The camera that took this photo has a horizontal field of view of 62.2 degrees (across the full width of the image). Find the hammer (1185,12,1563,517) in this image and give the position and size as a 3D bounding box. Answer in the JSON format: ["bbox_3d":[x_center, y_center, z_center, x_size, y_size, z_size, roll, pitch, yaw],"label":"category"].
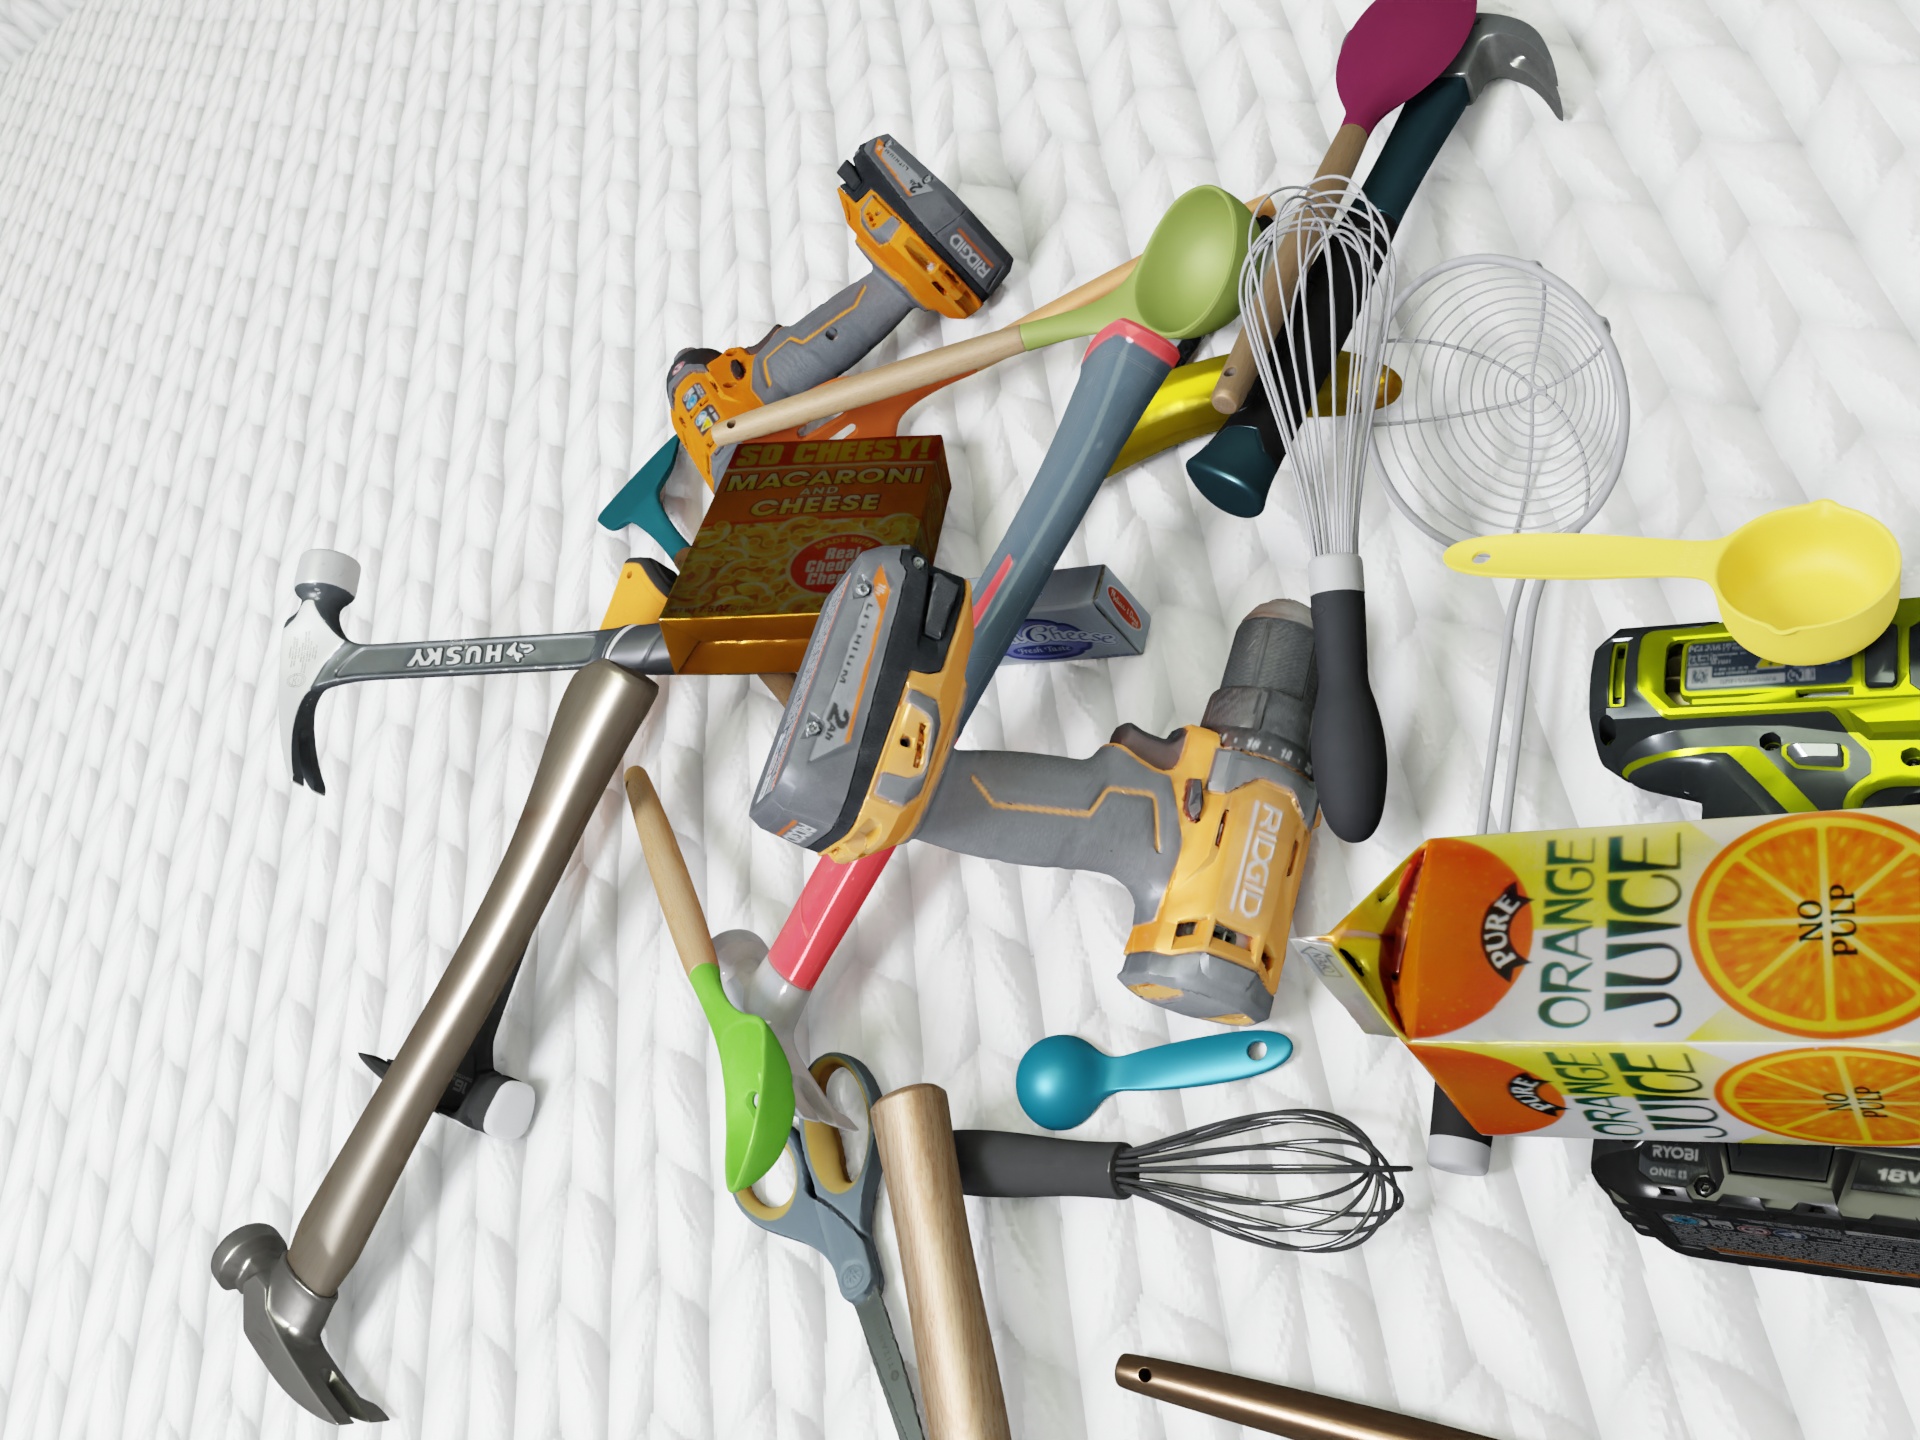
[{"bbox_3d":[0.191,-0.230,0.770,0.128,0.033,0.331,12,61,37],"label":"hammer"}]

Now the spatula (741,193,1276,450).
[{"bbox_3d":[0.029,-0.211,0.899,0.322,0.081,0.041,-25,30,16],"label":"spatula"}]

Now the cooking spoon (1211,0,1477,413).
[{"bbox_3d":[0.182,-0.266,0.768,0.069,0.017,0.319,8,58,35],"label":"cooking spoon"}]

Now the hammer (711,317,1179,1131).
[{"bbox_3d":[-0.001,-0.002,0.731,0.386,0.038,0.143,-60,35,8],"label":"hammer"}]

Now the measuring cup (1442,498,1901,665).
[{"bbox_3d":[0.253,-0.050,0.577,0.157,0.029,0.062,8,57,41],"label":"measuring cup"}]

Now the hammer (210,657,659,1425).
[{"bbox_3d":[-0.262,0.159,0.838,0.146,0.038,0.410,30,92,37],"label":"hammer"}]

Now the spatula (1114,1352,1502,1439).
[{"bbox_3d":[0.192,0.253,0.526,0.316,0.018,0.060,1,65,35],"label":"spatula"}]

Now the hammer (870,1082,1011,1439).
[{"bbox_3d":[0.007,0.301,0.599,0.130,0.031,0.332,-27,57,22],"label":"hammer"}]

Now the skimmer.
[{"bbox_3d":[0.197,-0.012,0.631,0.127,0.090,0.363,-18,53,55],"label":"skimmer"}]

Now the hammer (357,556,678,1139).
[{"bbox_3d":[-0.240,0.061,0.918,0.127,0.034,0.337,9,74,38],"label":"hammer"}]

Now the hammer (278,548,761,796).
[{"bbox_3d":[-0.209,-0.035,0.896,0.409,0.036,0.149,-2,71,16],"label":"hammer"}]

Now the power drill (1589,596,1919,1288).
[{"bbox_3d":[0.297,0.063,0.526,0.171,0.080,0.223,-4,59,35],"label":"power drill"}]

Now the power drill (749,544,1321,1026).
[{"bbox_3d":[0.048,0.005,0.657,0.084,0.226,0.185,144,147,-68],"label":"power drill"}]

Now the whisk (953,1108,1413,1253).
[{"bbox_3d":[0.067,0.181,0.643,0.239,0.055,0.055,-9,59,37],"label":"whisk"}]

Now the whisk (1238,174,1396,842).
[{"bbox_3d":[0.154,-0.091,0.665,0.070,0.070,0.285,-7,80,32],"label":"whisk"}]

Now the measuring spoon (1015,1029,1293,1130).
[{"bbox_3d":[0.076,0.144,0.669,0.128,0.021,0.042,-16,56,29],"label":"measuring spoon"}]

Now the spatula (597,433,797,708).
[{"bbox_3d":[-0.148,-0.082,0.966,0.082,0.044,0.318,-45,52,5],"label":"spatula"}]

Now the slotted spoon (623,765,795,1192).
[{"bbox_3d":[-0.130,0.107,0.777,0.314,0.031,0.070,55,132,53],"label":"slotted spoon"}]

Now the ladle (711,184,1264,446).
[{"bbox_3d":[0.005,-0.203,0.846,0.320,0.062,0.078,-14,65,17],"label":"ladle"}]

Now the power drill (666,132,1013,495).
[{"bbox_3d":[-0.092,-0.247,0.986,0.226,0.084,0.164,-45,46,10],"label":"power drill"}]
